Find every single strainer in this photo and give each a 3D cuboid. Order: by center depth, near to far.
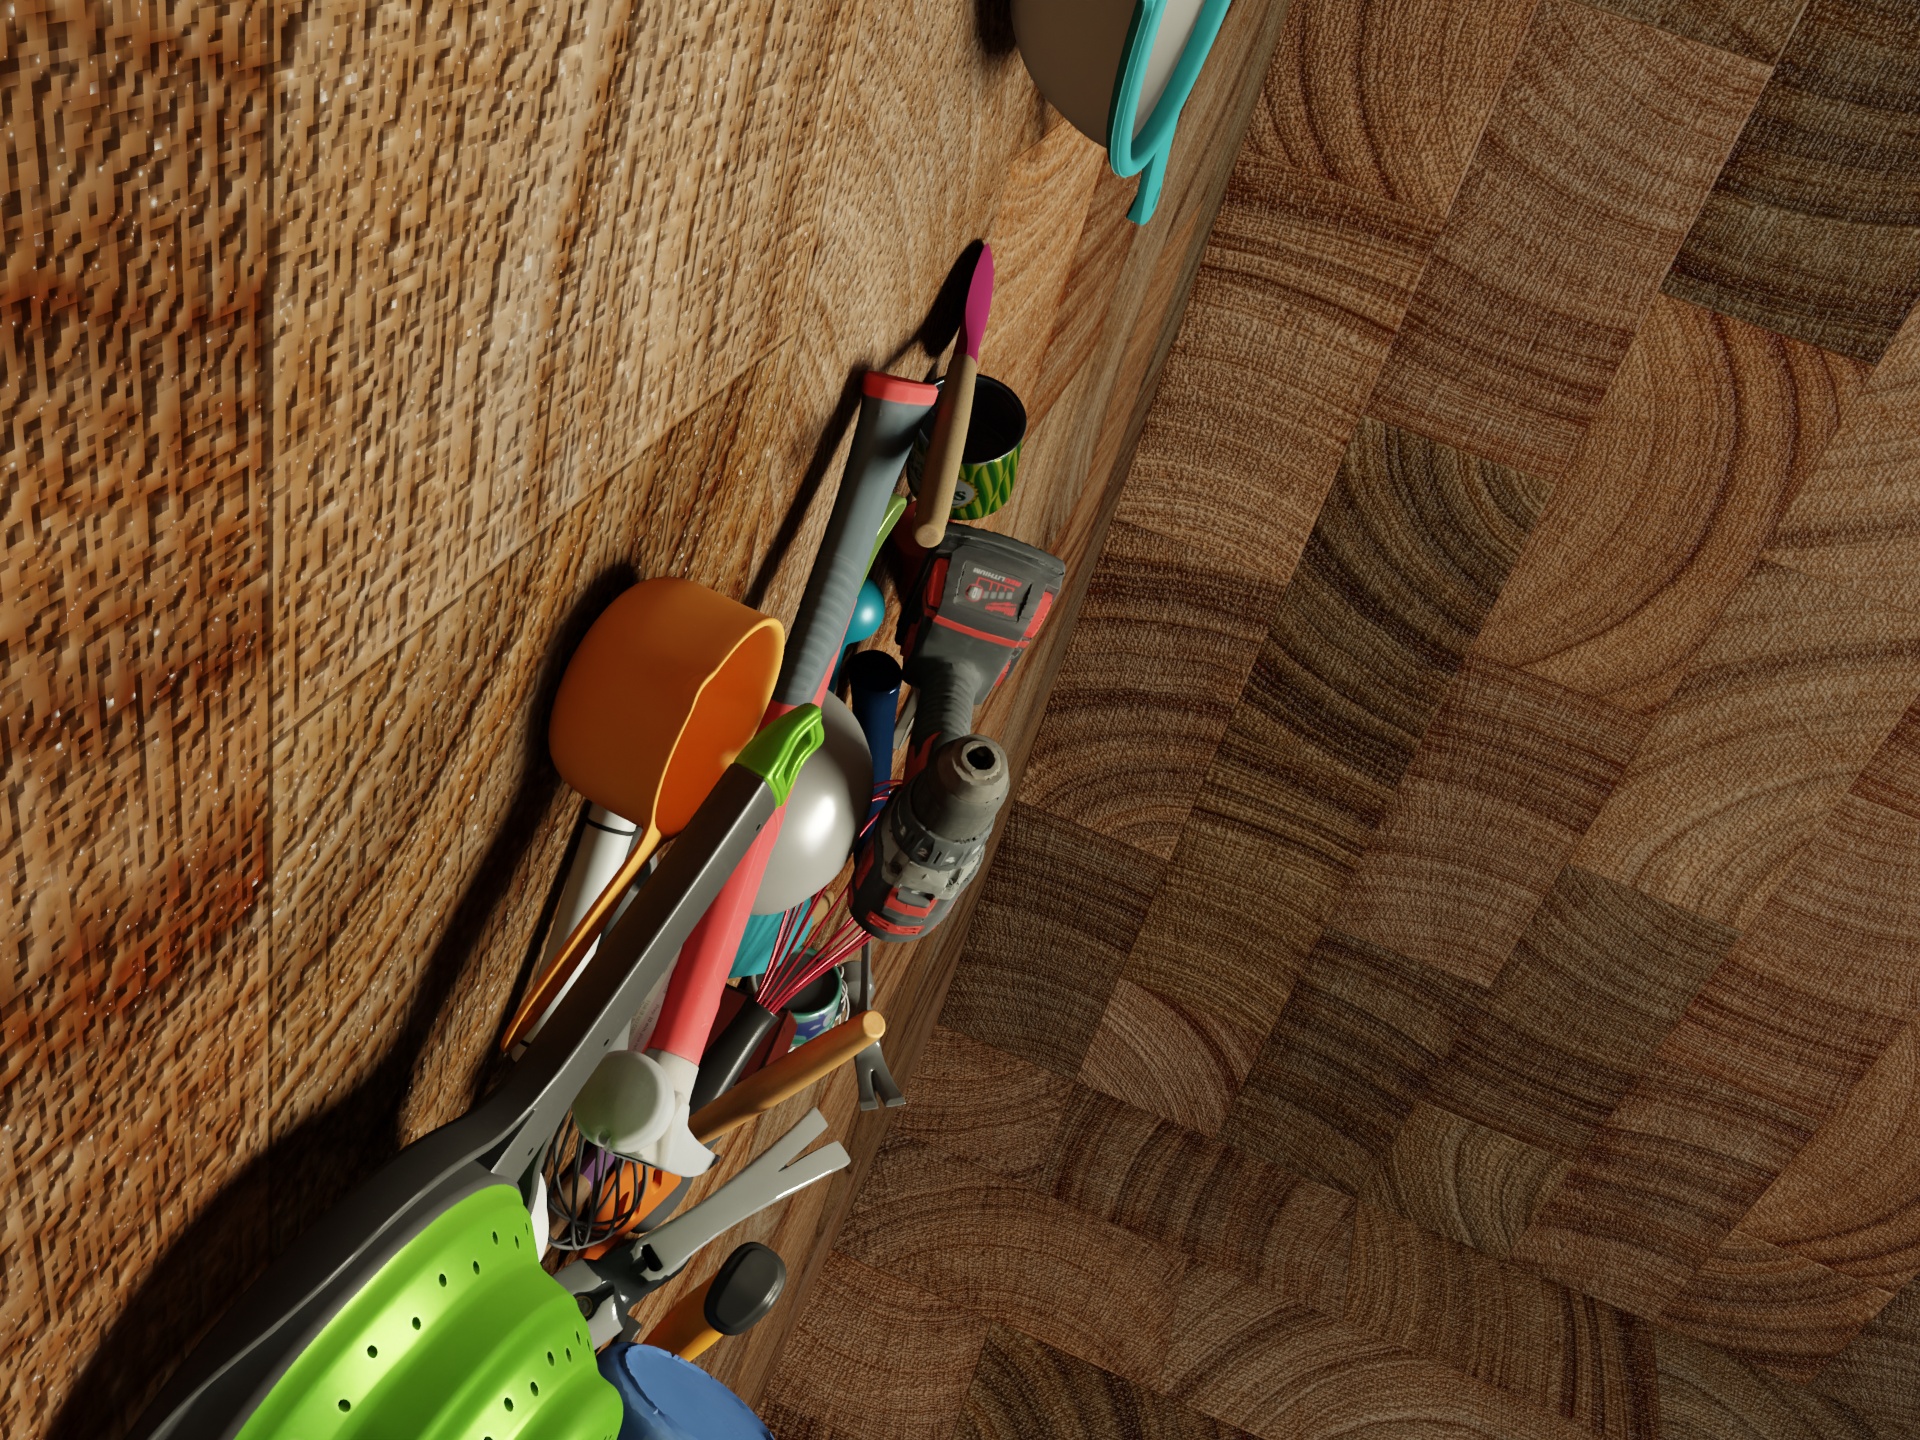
[{"bbox_3d":[-0.168,0.138,0.624,0.086,0.050,0.258,14,94,-69],"label":"strainer"},{"bbox_3d":[0.078,-0.358,0.798,0.340,0.095,0.211,92,24,-78],"label":"strainer"},{"bbox_3d":[-0.065,0.000,0.871,0.151,0.069,0.256,65,48,-81],"label":"strainer"}]

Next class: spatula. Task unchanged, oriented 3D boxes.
[{"bbox_3d":[-0.200,0.244,0.783,0.059,0.018,0.316,-62,176,17],"label":"spatula"},{"bbox_3d":[-0.117,0.206,0.789,0.081,0.041,0.322,-36,177,-43],"label":"spatula"},{"bbox_3d":[-0.117,0.130,1.101,0.317,0.044,0.082,71,40,-88],"label":"spatula"}]

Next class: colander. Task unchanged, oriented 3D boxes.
[{"bbox_3d":[-0.129,0.170,0.517,0.397,0.094,0.204,-56,169,-20],"label":"colander"}]

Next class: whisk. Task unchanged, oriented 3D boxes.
[{"bbox_3d":[-0.156,0.147,0.707,0.055,0.055,0.238,-57,163,-60],"label":"whisk"},{"bbox_3d":[-0.108,0.157,0.964,0.296,0.073,0.073,-54,170,-14],"label":"whisk"},{"bbox_3d":[-0.149,0.246,1.081,0.285,0.070,0.070,-51,162,-57],"label":"whisk"}]

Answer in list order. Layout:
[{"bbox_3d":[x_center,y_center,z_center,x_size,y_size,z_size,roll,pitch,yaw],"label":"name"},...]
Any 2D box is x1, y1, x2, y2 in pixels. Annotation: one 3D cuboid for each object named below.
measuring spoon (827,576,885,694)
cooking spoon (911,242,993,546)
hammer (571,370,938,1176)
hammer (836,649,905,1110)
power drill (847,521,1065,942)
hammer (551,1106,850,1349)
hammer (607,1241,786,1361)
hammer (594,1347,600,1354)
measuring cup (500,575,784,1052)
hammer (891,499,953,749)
[{"bbox_3d":[-0.069,-0.026,0.969,0.042,0.021,0.128,-53,162,-67],"label":"measuring spoon"},{"bbox_3d":[-0.001,-0.172,0.823,0.319,0.017,0.068,-81,-174,-54],"label":"cooking spoon"},{"bbox_3d":[-0.080,0.012,0.731,0.143,0.038,0.386,83,22,-68],"label":"hammer"},{"bbox_3d":[-0.064,0.120,1.140,0.144,0.035,0.405,-108,-163,-45],"label":"hammer"},{"bbox_3d":[-0.001,-0.003,0.900,0.187,0.080,0.227,119,-14,-56],"label":"power drill"},{"bbox_3d":[-0.157,0.289,0.875,0.149,0.036,0.408,-31,169,-22],"label":"hammer"},{"bbox_3d":[-0.167,0.353,0.890,0.127,0.034,0.336,-51,180,-44],"label":"hammer"},{"bbox_3d":[-0.220,0.327,0.748,0.146,0.035,0.334,-55,175,-10],"label":"hammer"},{"bbox_3d":[-0.127,0.027,0.552,0.174,0.052,0.095,-59,171,-15],"label":"measuring cup"},{"bbox_3d":[-0.023,-0.072,1.148,0.359,0.037,0.149,80,32,-79],"label":"hammer"}]
